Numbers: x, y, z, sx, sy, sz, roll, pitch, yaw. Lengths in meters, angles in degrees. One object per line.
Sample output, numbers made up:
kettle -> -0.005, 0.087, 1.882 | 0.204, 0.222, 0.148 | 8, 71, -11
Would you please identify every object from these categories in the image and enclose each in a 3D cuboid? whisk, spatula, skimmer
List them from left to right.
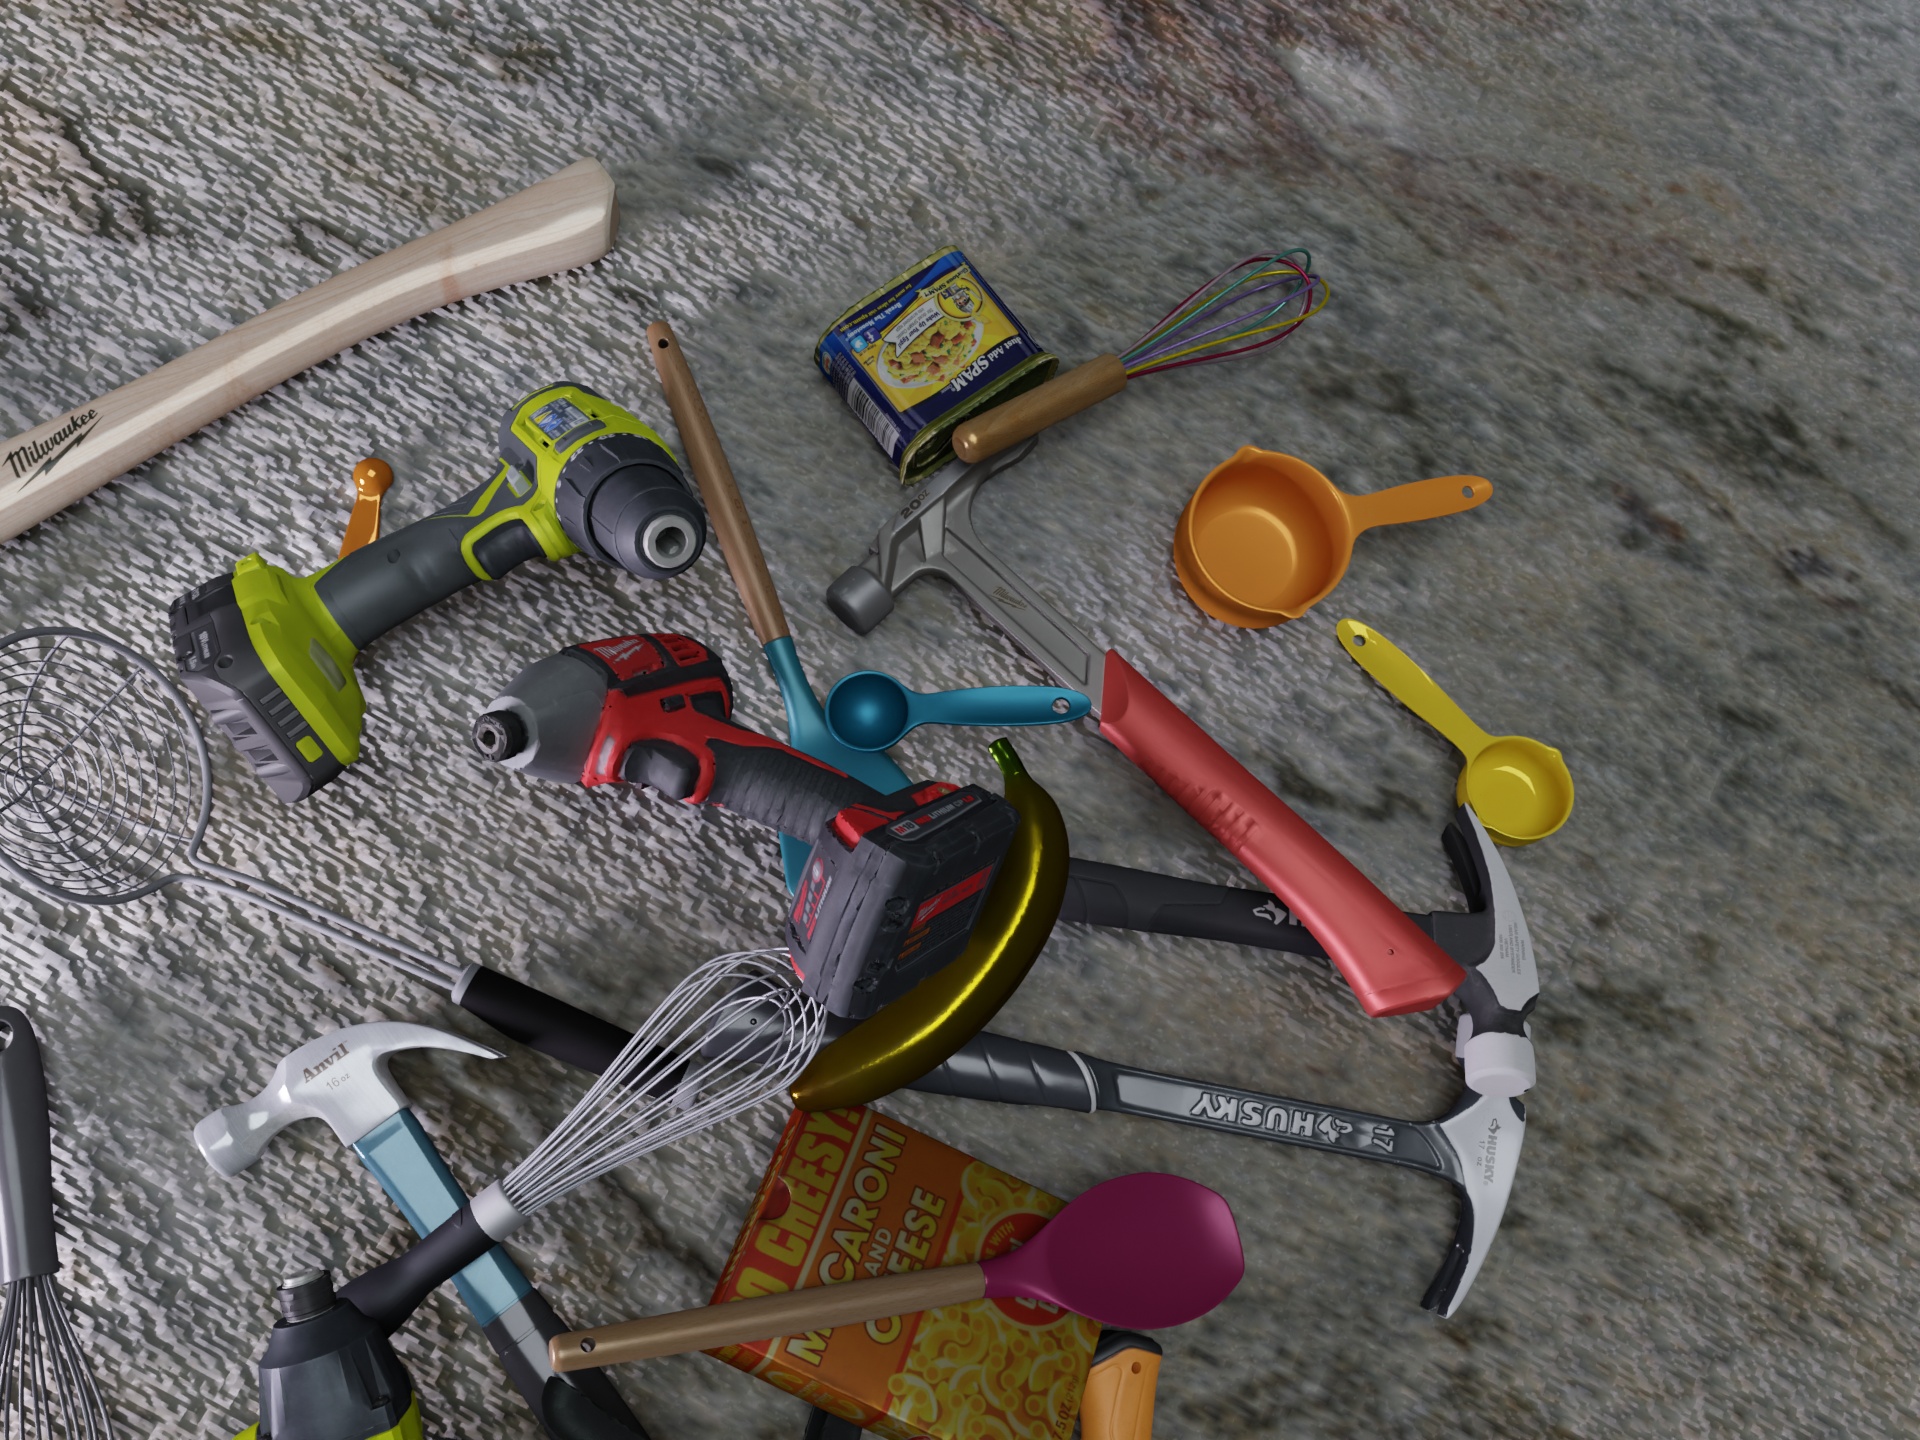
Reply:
whisk -> -0.410, 0.243, 0.696 | 0.055, 0.055, 0.239 | -12, 75, -10
skimmer -> -0.275, 0.078, 0.725 | 0.363, 0.090, 0.127 | 26, 36, -5
whisk -> -0.175, 0.194, 0.698 | 0.284, 0.070, 0.070 | -36, 85, -6
spatula -> -0.101, -0.066, 0.804 | 0.082, 0.044, 0.318 | -21, 80, -7
whisk -> 0.101, -0.192, 0.839 | 0.245, 0.051, 0.047 | -30, 77, -21

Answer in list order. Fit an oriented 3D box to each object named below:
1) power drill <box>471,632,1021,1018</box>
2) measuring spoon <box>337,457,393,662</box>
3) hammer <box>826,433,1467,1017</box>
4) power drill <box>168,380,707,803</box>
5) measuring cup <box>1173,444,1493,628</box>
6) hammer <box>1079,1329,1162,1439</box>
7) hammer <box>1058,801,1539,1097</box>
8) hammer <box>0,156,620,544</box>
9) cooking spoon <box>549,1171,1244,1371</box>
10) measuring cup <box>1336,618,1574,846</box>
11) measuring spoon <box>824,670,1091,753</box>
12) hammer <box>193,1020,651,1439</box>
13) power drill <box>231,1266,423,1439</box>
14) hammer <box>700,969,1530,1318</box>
power drill -> -0.098, 0.032, 0.692 | 0.220, 0.143, 0.078 | 29, 110, 20
measuring spoon -> -0.303, -0.078, 0.795 | 0.021, 0.011, 0.117 | 7, 77, -6
hammer -> 0.105, 0.003, 0.784 | 0.149, 0.036, 0.359 | -43, 73, -13
power drill -> -0.228, -0.065, 0.719 | 0.228, 0.191, 0.080 | -34, 124, -12
measuring cup -> 0.197, -0.101, 0.849 | 0.173, 0.052, 0.095 | -12, 80, -12
hammer -> 0.055, 0.446, 0.695 | 0.127, 0.034, 0.337 | 18, 67, -15
hammer -> 0.116, 0.089, 0.791 | 0.335, 0.035, 0.146 | 9, 55, 0
hammer -> -0.363, -0.188, 0.800 | 0.410, 0.038, 0.146 | -32, 82, -13
cooking spoon -> -0.016, 0.247, 0.690 | 0.318, 0.017, 0.069 | -1, 63, -23
measuring cup -> 0.258, 0.005, 0.852 | 0.062, 0.029, 0.157 | -39, 74, -15
measuring spoon -> -0.001, -0.002, 0.768 | 0.128, 0.021, 0.042 | -2, 67, -5
hammer -> -0.198, 0.278, 0.721 | 0.128, 0.033, 0.331 | -36, 85, -12
power drill -> -0.322, 0.325, 0.622 | 0.223, 0.080, 0.171 | -14, 89, -12
hammer -> 0.078, 0.186, 0.779 | 0.409, 0.036, 0.149 | 11, 77, -5
